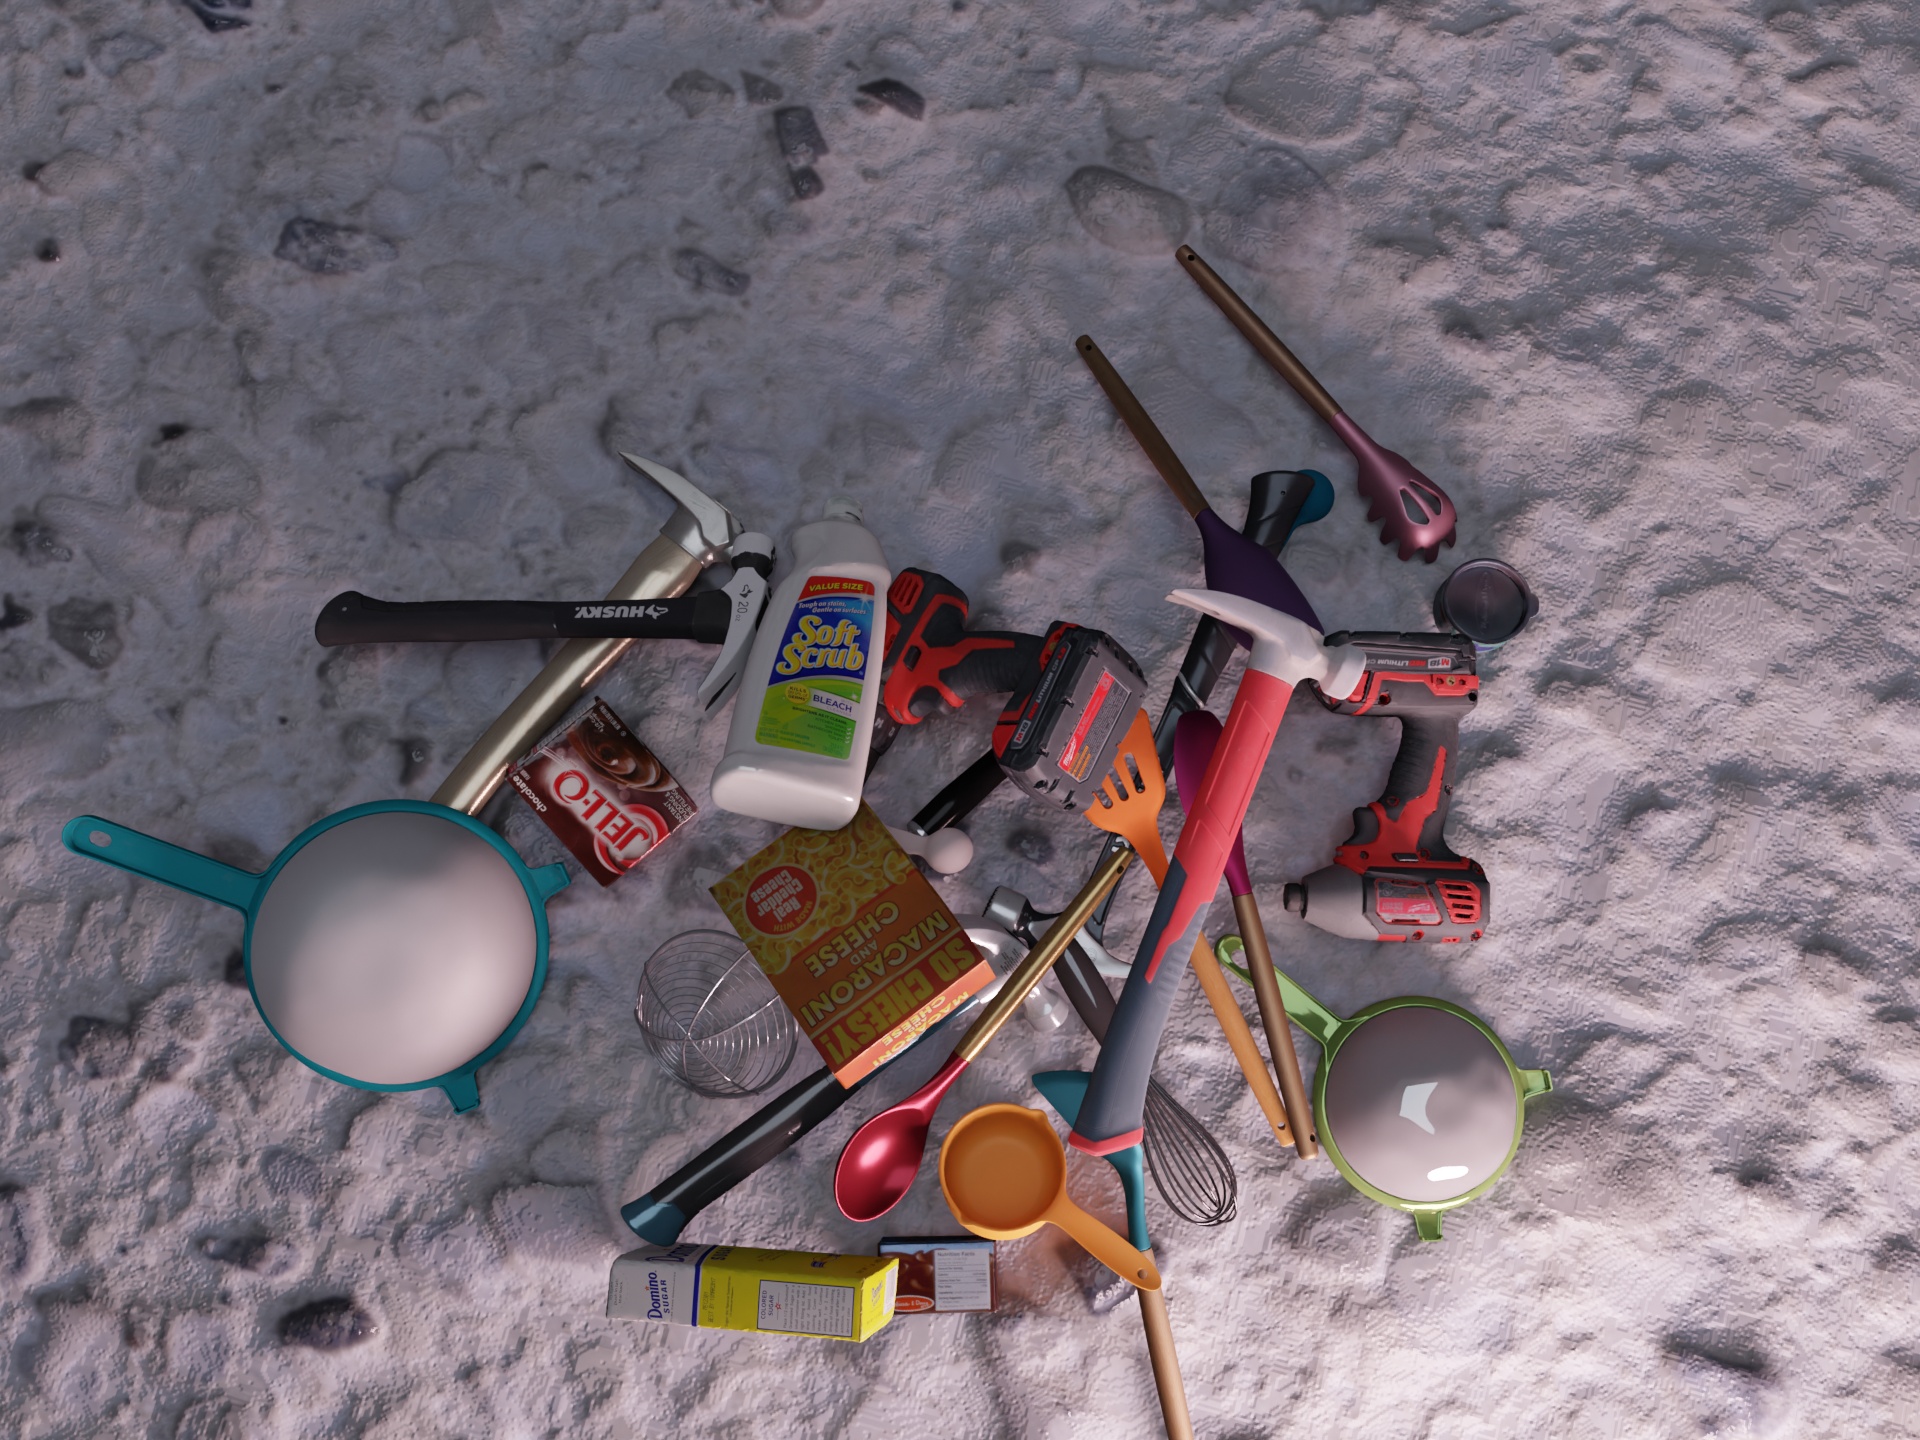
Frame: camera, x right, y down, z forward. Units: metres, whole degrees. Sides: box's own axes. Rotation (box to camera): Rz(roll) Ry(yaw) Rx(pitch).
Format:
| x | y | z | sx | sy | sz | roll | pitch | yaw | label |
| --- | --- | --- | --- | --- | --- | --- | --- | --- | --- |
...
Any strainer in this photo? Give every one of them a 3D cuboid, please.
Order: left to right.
| x | y | z | sx | sy | sz | roll | pitch | yaw | label |
| --- | --- | --- | --- | --- | --- | --- | --- | --- | --- |
| -0.455 | 0.139 | 1.091 | 0.340 | 0.095 | 0.211 | 22 | 88 | -10 | strainer |
| 0.286 | 0.235 | 1.116 | 0.256 | 0.069 | 0.151 | 39 | 82 | 6 | strainer |

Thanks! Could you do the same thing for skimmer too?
| x | y | z | sx | sy | sz | roll | pitch | yaw | label |
| --- | --- | --- | --- | --- | --- | --- | --- | --- | --- |
| -0.079 | 0.127 | 1.163 | 0.363 | 0.090 | 0.127 | -41 | 86 | -17 | skimmer |

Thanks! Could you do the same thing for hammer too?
| x | y | z | sx | sy | sz | roll | pitch | yaw | label |
| --- | --- | --- | --- | --- | --- | --- | --- | --- | --- |
| -0.323 | -0.014 | 1.190 | 0.146 | 0.038 | 0.410 | 38 | 83 | 9 | hammer |
| -0.304 | -0.068 | 1.150 | 0.335 | 0.035 | 0.146 | 0 | 56 | 7 | hammer |
| -0.087 | 0.254 | 1.104 | 0.331 | 0.033 | 0.128 | -36 | 113 | -7 | hammer |
| 0.142 | 0.102 | 1.075 | 0.143 | 0.038 | 0.386 | 23 | 81 | -1 | hammer |
| 0.166 | -0.002 | 1.171 | 0.149 | 0.036 | 0.409 | 25 | 83 | 4 | hammer |

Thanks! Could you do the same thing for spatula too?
| x | y | z | sx | sy | sz | roll | pitch | yaw | label |
| --- | --- | --- | --- | --- | --- | --- | --- | --- | --- |
| 0.121 | 0.395 | 1.100 | 0.044 | 0.082 | 0.317 | -8 | 82 | -34 | spatula |
| 0.166 | -0.171 | 1.186 | 0.060 | 0.018 | 0.316 | -32 | 67 | 6 | spatula |
| 0.160 | 0.149 | 1.114 | 0.081 | 0.041 | 0.323 | -26 | 85 | 5 | spatula |

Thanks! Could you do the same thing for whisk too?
| x | y | z | sx | sy | sz | roll | pitch | yaw | label |
| --- | --- | --- | --- | --- | --- | --- | --- | --- | --- |
| 0.123 | 0.250 | 1.117 | 0.055 | 0.055 | 0.239 | -30 | 86 | -5 | whisk |

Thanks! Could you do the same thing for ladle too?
| x | y | z | sx | sy | sz | roll | pitch | yaw | label |
| --- | --- | --- | --- | --- | --- | --- | --- | --- | --- |
| 0.017 | 0.211 | 1.096 | 0.315 | 0.031 | 0.069 | -51 | 126 | -2 | ladle |

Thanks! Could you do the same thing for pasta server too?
| x | y | z | sx | sy | sz | roll | pitch | yaw | label |
| --- | --- | --- | --- | --- | --- | --- | --- | --- | --- |
| 0.271 | -0.251 | 1.231 | 0.060 | 0.040 | 0.316 | -38 | 77 | -6 | pasta server |

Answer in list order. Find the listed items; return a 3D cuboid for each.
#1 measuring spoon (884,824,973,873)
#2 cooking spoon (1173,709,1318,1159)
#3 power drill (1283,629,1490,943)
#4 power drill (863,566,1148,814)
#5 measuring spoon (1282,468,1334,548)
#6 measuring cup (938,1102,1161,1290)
| x | y | z | sx | sy | sz | roll | pitch | yaw | label |
| --- | --- | --- | --- | --- | --- | --- | --- | --- | --- |
| -0.052 | 0.081 | 1.124 | 0.124 | 0.018 | 0.034 | 10 | 61 | 12 | measuring spoon |
| 0.204 | 0.147 | 1.111 | 0.068 | 0.017 | 0.319 | -7 | 81 | -41 | cooking spoon |
| 0.305 | 0.050 | 1.150 | 0.143 | 0.078 | 0.220 | 1 | 82 | 2 | power drill |
| -0.002 | -0.004 | 1.119 | 0.227 | 0.080 | 0.188 | 19 | 77 | 42 | power drill |
| 0.241 | -0.140 | 1.210 | 0.042 | 0.021 | 0.128 | 36 | 81 | 7 | measuring spoon |
| 0.063 | 0.338 | 1.095 | 0.174 | 0.052 | 0.095 | 34 | 67 | 16 | measuring cup |
